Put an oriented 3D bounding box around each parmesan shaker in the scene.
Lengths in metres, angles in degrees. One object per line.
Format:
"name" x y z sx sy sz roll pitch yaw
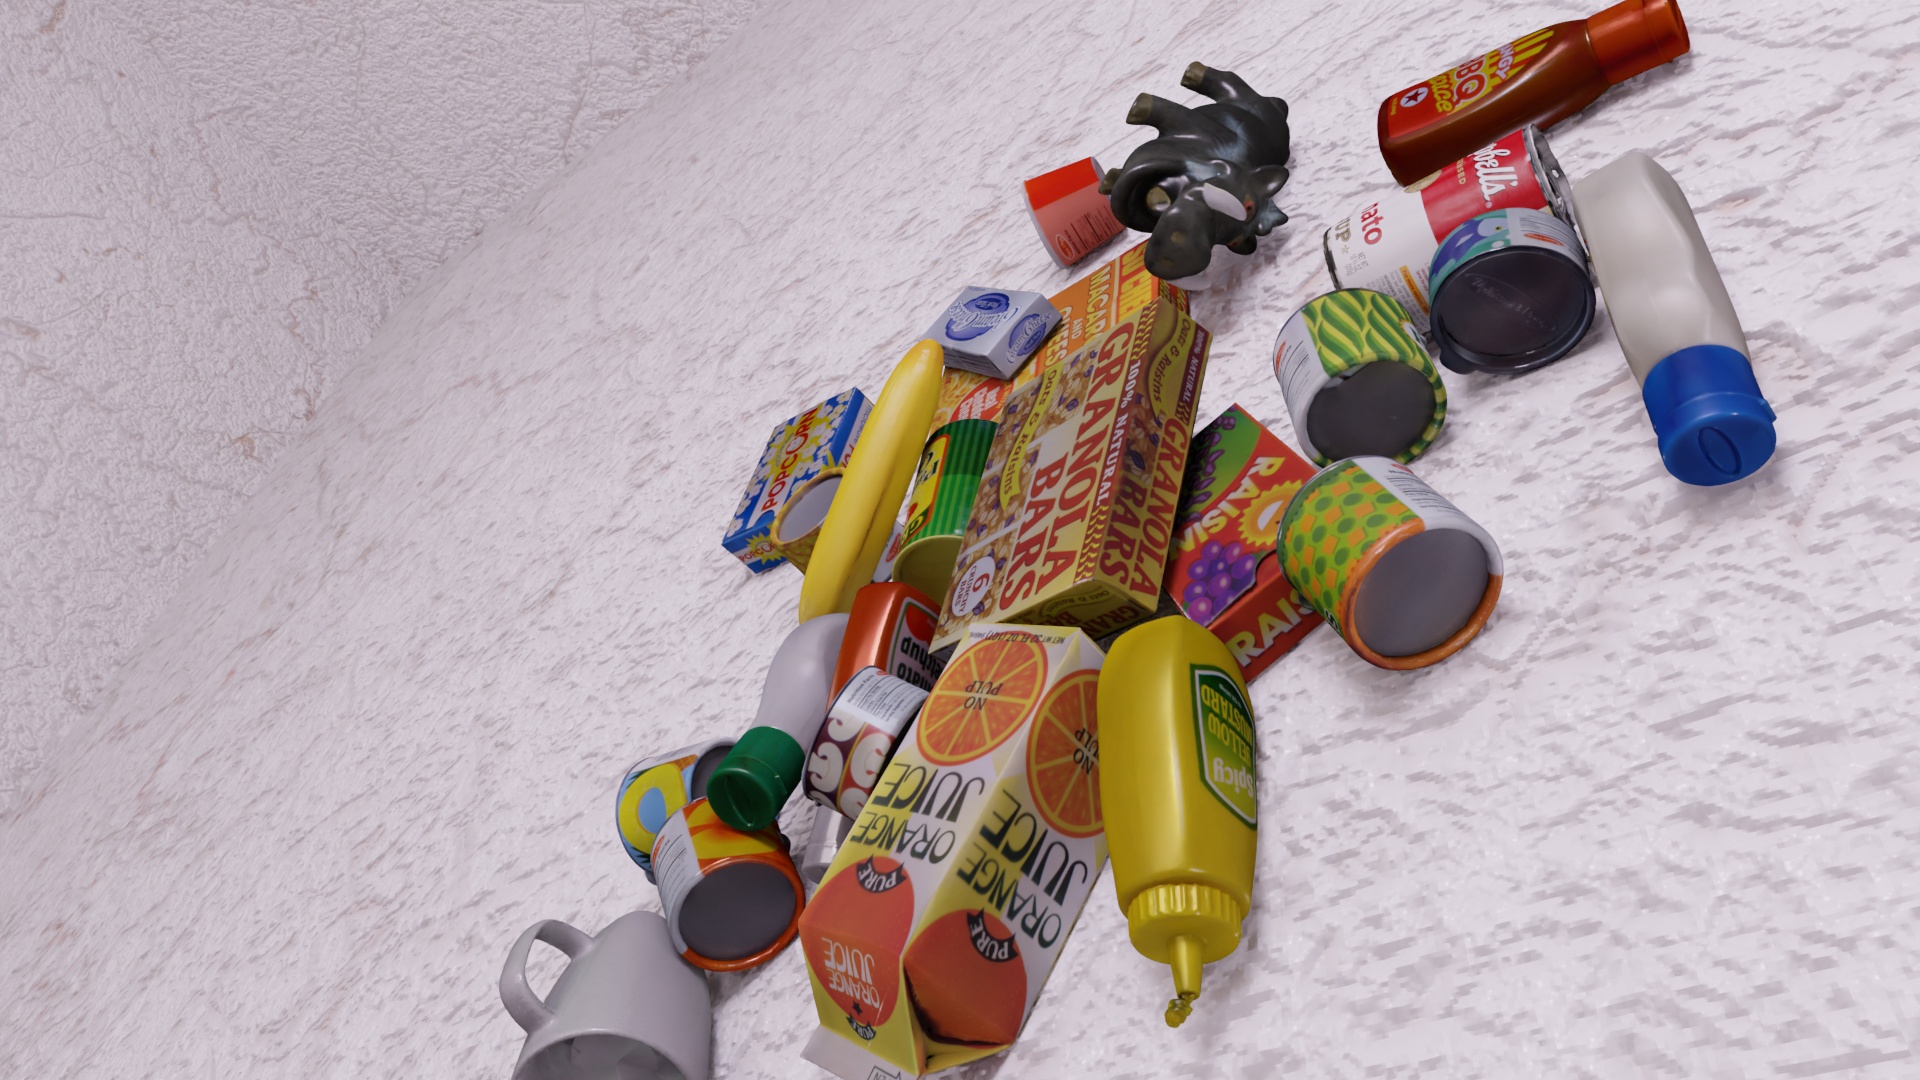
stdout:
"parmesan shaker" 0.003 -0.010 0.767 0.071 0.071 0.103 -26 32 29

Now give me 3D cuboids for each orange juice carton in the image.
"orange juice carton" 0.003 0.132 0.568 0.071 0.073 0.193 -2 49 50

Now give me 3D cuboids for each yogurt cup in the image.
"yogurt cup" 0.080 -0.230 0.964 0.054 0.072 0.073 -25 33 17

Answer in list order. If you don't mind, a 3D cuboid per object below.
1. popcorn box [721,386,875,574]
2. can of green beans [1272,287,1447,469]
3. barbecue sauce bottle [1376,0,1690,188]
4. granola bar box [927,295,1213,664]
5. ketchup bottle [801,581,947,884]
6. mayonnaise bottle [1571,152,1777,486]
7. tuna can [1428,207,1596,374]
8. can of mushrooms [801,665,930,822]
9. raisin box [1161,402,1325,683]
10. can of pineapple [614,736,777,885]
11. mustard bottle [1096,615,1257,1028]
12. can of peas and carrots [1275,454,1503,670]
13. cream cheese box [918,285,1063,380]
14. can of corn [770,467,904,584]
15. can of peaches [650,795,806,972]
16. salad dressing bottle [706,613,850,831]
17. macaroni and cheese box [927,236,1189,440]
"popcorn box" -0.108 -0.043 0.977 0.085 0.038 0.127 -21 35 33
"can of green beans" 0.178 -0.071 0.624 0.071 0.071 0.058 -31 32 22
"barbecue sauce bottle" 0.294 -0.237 0.722 0.148 0.043 0.065 -18 37 37
"granola bar box" 0.054 -0.022 0.664 0.123 0.039 0.166 -30 35 48
"ketchup bottle" -0.042 0.097 0.686 0.043 0.064 0.149 -8 52 32
"mayonnaise bottle" 0.272 -0.085 0.532 0.041 0.064 0.149 -27 36 33
"tuna can" 0.235 -0.106 0.601 0.071 0.071 0.033 -23 34 33
"can of mushrooms" -0.040 0.094 0.619 0.033 0.070 0.071 23 63 17
"raisin box" 0.126 -0.003 0.627 0.086 0.040 0.124 -40 29 6
"can of pineapple" -0.139 0.144 0.740 0.057 0.071 0.071 -21 36 35
"mustard bottle" 0.083 0.104 0.519 0.048 0.065 0.161 -28 38 31
"can of peas and carrots" 0.163 0.010 0.537 0.071 0.071 0.059 -40 29 7
"cream cheese box" 0.017 -0.131 0.866 0.053 0.024 0.104 -49 27 -8
"can of corn" -0.077 -0.002 0.861 0.071 0.058 0.071 -31 31 21
"can of peaches" -0.111 0.166 0.676 0.071 0.071 0.058 -44 28 0
"salad dressing bottle" -0.082 0.090 0.711 0.044 0.064 0.148 -11 21 22
"macaroni and cheese box" 0.059 -0.102 0.842 0.166 0.040 0.124 -27 32 28
